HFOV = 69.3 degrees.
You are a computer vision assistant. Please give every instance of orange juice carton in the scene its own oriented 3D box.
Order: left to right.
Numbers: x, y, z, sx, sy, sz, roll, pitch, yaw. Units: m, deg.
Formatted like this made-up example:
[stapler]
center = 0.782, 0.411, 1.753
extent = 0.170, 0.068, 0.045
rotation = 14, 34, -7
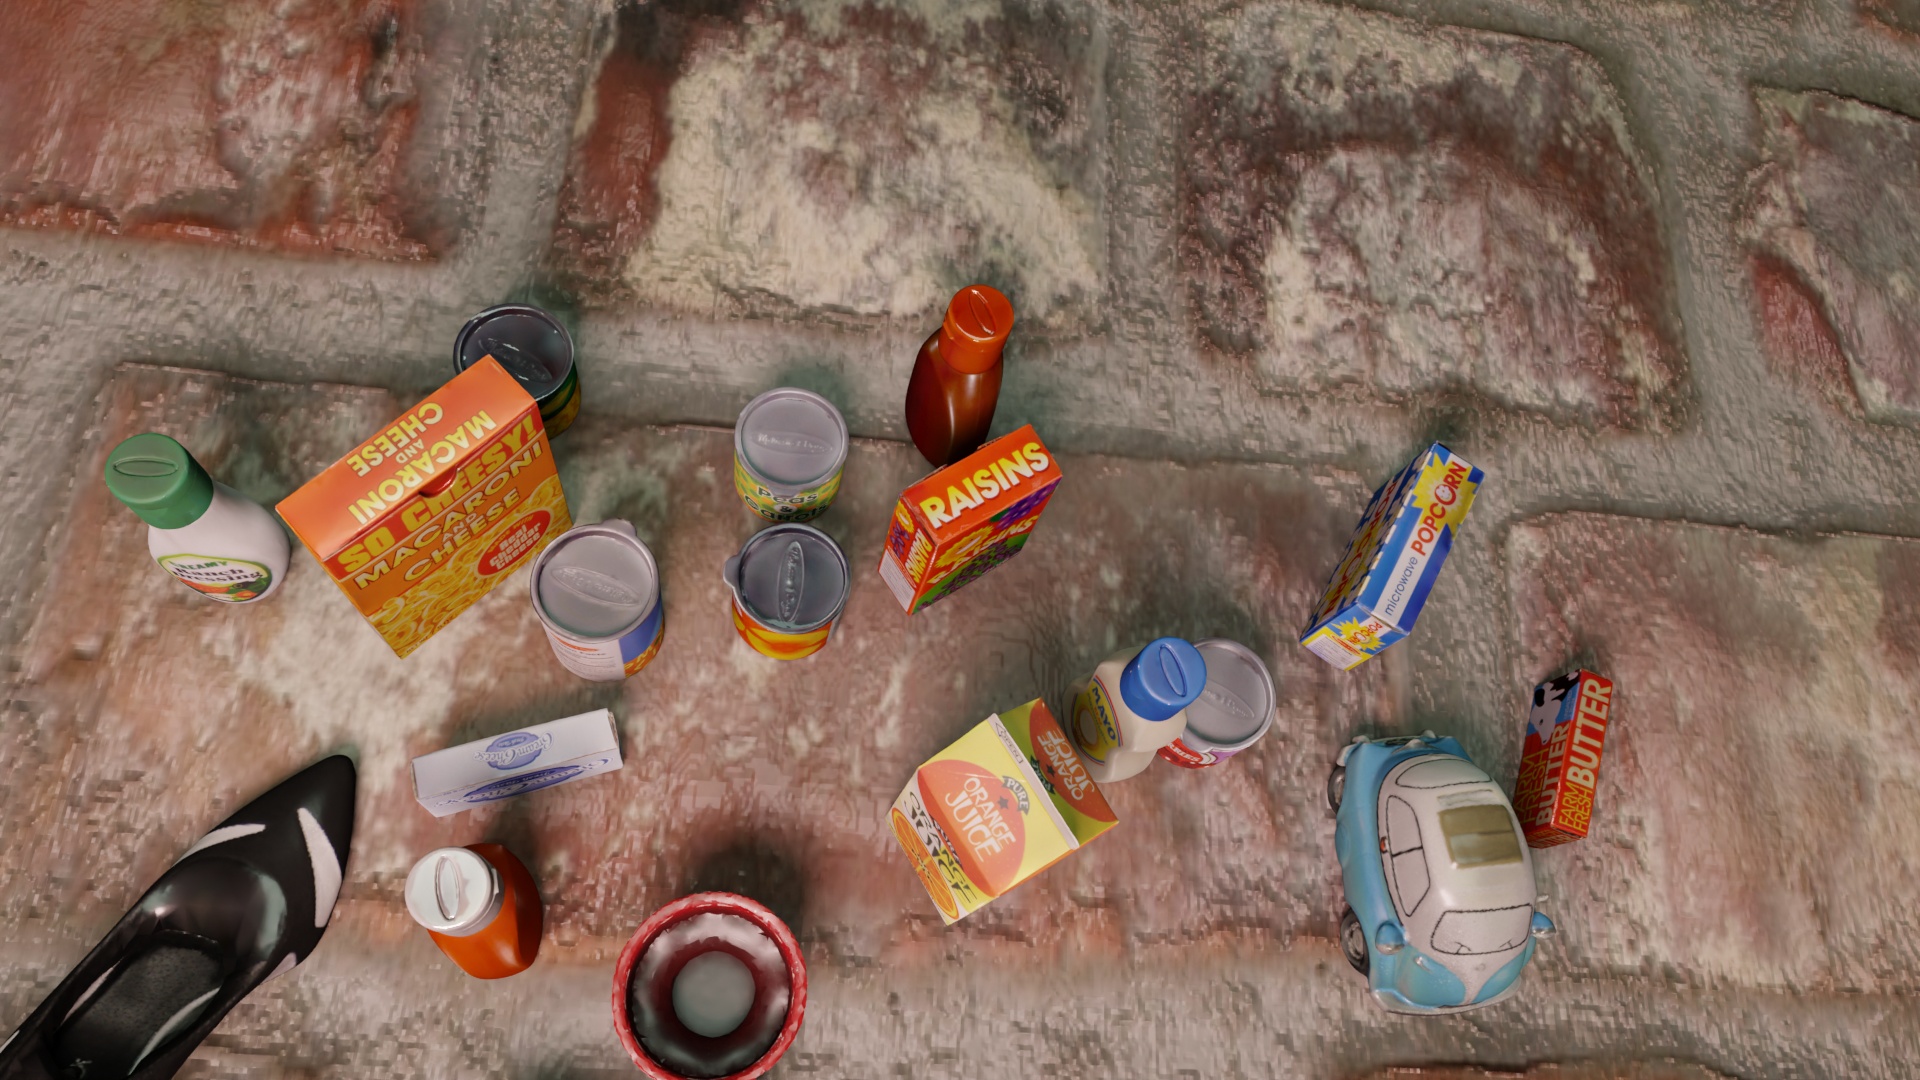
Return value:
[orange juice carton]
center = 0.019, 0.138, 0.703
extent = 0.073, 0.192, 0.072
rotation = -28, 77, -18

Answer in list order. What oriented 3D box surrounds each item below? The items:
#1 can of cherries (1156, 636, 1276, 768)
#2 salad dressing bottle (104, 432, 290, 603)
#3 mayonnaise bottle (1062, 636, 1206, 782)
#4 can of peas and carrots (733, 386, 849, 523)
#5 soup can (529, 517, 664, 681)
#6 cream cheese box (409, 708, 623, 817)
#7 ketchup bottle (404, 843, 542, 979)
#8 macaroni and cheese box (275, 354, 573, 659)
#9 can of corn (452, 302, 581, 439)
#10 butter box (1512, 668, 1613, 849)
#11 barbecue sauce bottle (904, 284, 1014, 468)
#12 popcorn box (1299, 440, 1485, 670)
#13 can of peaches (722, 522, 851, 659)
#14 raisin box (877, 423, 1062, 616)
[can of cherries]
center = 0.142, 0.098, 0.812
extent = 0.071, 0.058, 0.072
rotation = 3, 69, -8
[salad dressing bottle]
center = -0.391, -0.010, 0.714
extent = 0.064, 0.147, 0.044
rotation = 2, 69, -9
[mayonnaise bottle]
center = 0.094, 0.089, 0.759
extent = 0.041, 0.147, 0.065
rotation = -16, 73, -15
[can of peas and carrots]
center = -0.102, -0.047, 0.826
extent = 0.071, 0.058, 0.071
rotation = 3, 69, -8
[soup can]
center = -0.196, 0.034, 0.765
extent = 0.071, 0.083, 0.071
rotation = 3, 69, -8
[cream cheese box]
center = -0.234, 0.119, 0.742
extent = 0.104, 0.053, 0.024
rotation = -14, 73, -14
[ketchup bottle]
center = -0.233, 0.175, 0.670
extent = 0.043, 0.148, 0.065
rotation = -10, 72, -13
[macaroni and cheese box]
center = -0.269, -0.012, 0.725
extent = 0.040, 0.165, 0.124
rotation = 45, 69, 8
[can of corn]
center = -0.260, -0.095, 0.817
extent = 0.071, 0.058, 0.071
rotation = 3, 69, -8
[butter box]
center = 0.362, 0.133, 0.839
extent = 0.024, 0.053, 0.104
rotation = 22, 67, -1
[barbecue sauce bottle]
center = -0.001, -0.097, 0.814
extent = 0.044, 0.148, 0.065
rotation = -19, 74, -16
[popcorn box]
center = 0.264, 0.011, 0.852
extent = 0.038, 0.085, 0.127
rotation = 32, 68, 3
[can of peaches]
center = -0.100, 0.030, 0.797
extent = 0.071, 0.058, 0.071
rotation = 3, 69, -8
[raisin box]
center = 0.003, -0.010, 0.794
extent = 0.086, 0.123, 0.040
rotation = -29, 77, -18
